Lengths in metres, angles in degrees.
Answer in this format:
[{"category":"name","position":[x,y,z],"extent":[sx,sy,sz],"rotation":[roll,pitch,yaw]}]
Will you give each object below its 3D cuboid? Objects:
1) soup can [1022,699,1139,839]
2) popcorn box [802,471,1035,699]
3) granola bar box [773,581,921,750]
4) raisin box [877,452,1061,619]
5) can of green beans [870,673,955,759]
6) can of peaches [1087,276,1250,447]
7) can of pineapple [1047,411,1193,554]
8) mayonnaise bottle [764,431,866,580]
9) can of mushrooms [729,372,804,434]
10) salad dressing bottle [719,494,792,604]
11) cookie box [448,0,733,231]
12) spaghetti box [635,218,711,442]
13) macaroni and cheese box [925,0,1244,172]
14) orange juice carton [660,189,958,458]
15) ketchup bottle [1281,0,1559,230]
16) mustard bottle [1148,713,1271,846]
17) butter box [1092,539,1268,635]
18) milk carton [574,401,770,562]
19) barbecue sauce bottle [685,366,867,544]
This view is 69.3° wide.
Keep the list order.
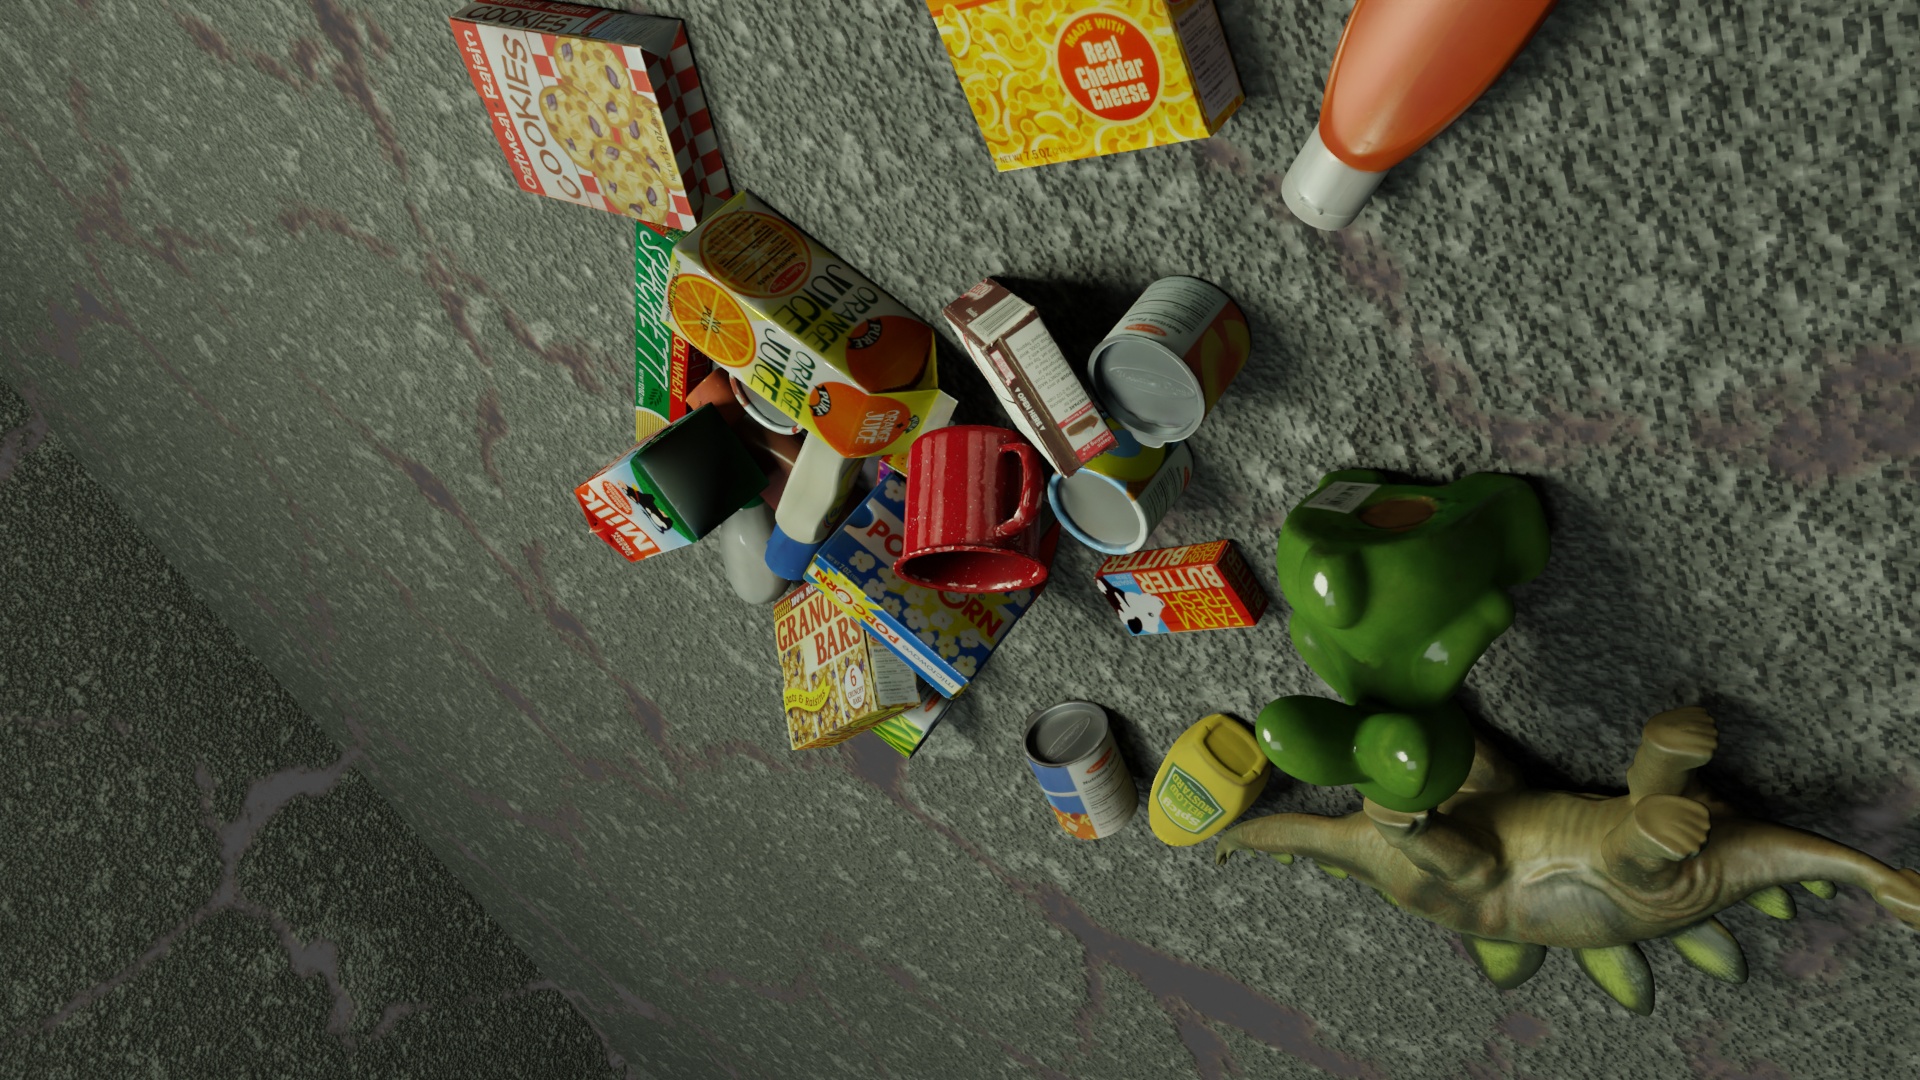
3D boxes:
[{"category":"soup can","position":[0.089,0.170,1.036],"extent":[0.071,0.072,0.083],"rotation":[8,135,39]},{"category":"popcorn box","position":[-0.025,0.029,0.892],"extent":[0.127,0.085,0.038],"rotation":[40,147,-1]},{"category":"granola bar box","position":[-0.093,0.087,1.081],"extent":[0.165,0.039,0.124],"rotation":[-33,62,56]},{"category":"raisin box","position":[0.003,-0.012,0.933],"extent":[0.123,0.040,0.085],"rotation":[29,146,15]},{"category":"can of green beans","position":[-0.045,0.134,1.124],"extent":[0.058,0.071,0.071],"rotation":[36,146,7]},{"category":"can of peaches","position":[0.108,-0.092,0.717],"extent":[0.071,0.058,0.071],"rotation":[25,144,20]},{"category":"can of pineapple","position":[0.090,-0.035,0.802],"extent":[0.071,0.058,0.070],"rotation":[26,144,21]},{"category":"mayonnaise bottle","position":[-0.095,-0.036,0.947],"extent":[0.041,0.065,0.147],"rotation":[31,127,5]},{"category":"can of mushrooms","position":[-0.123,-0.109,0.951],"extent":[0.071,0.033,0.070],"rotation":[27,145,21]},{"category":"salad dressing bottle","position":[-0.164,-0.012,1.096],"extent":[0.064,0.044,0.146],"rotation":[30,144,25]},{"category":"cookie box","position":[-0.230,-0.267,0.865],"extent":[0.167,0.040,0.122],"rotation":[19,141,29]},{"category":"spaghetti box","position":[-0.207,-0.140,1.001],"extent":[0.050,0.029,0.248],"rotation":[33,146,9]},{"category":"macaroni and cheese box","position":[0.041,-0.253,0.614],"extent":[0.123,0.040,0.165],"rotation":[3,132,42]},{"category":"orange juice carton","position":[-0.087,-0.123,0.862],"extent":[0.193,0.073,0.071],"rotation":[37,146,4]},{"category":"ketchup bottle","position":[0.176,-0.186,0.554],"extent":[0.065,0.044,0.148],"rotation":[37,147,6]},{"category":"mustard bottle","position":[0.167,0.182,0.984],"extent":[0.065,0.049,0.159],"rotation":[43,148,18]},{"category":"butter box","position":[0.136,0.031,0.864],"extent":[0.103,0.024,0.053],"rotation":[-10,123,50]},{"category":"milk carton","position":[-0.223,-0.037,1.028],"extent":[0.073,0.072,0.190],"rotation":[55,152,-13]},{"category":"barbecue sauce bottle","position":[-0.135,-0.060,1.009],"extent":[0.148,0.044,0.064],"rotation":[46,139,-7]}]
